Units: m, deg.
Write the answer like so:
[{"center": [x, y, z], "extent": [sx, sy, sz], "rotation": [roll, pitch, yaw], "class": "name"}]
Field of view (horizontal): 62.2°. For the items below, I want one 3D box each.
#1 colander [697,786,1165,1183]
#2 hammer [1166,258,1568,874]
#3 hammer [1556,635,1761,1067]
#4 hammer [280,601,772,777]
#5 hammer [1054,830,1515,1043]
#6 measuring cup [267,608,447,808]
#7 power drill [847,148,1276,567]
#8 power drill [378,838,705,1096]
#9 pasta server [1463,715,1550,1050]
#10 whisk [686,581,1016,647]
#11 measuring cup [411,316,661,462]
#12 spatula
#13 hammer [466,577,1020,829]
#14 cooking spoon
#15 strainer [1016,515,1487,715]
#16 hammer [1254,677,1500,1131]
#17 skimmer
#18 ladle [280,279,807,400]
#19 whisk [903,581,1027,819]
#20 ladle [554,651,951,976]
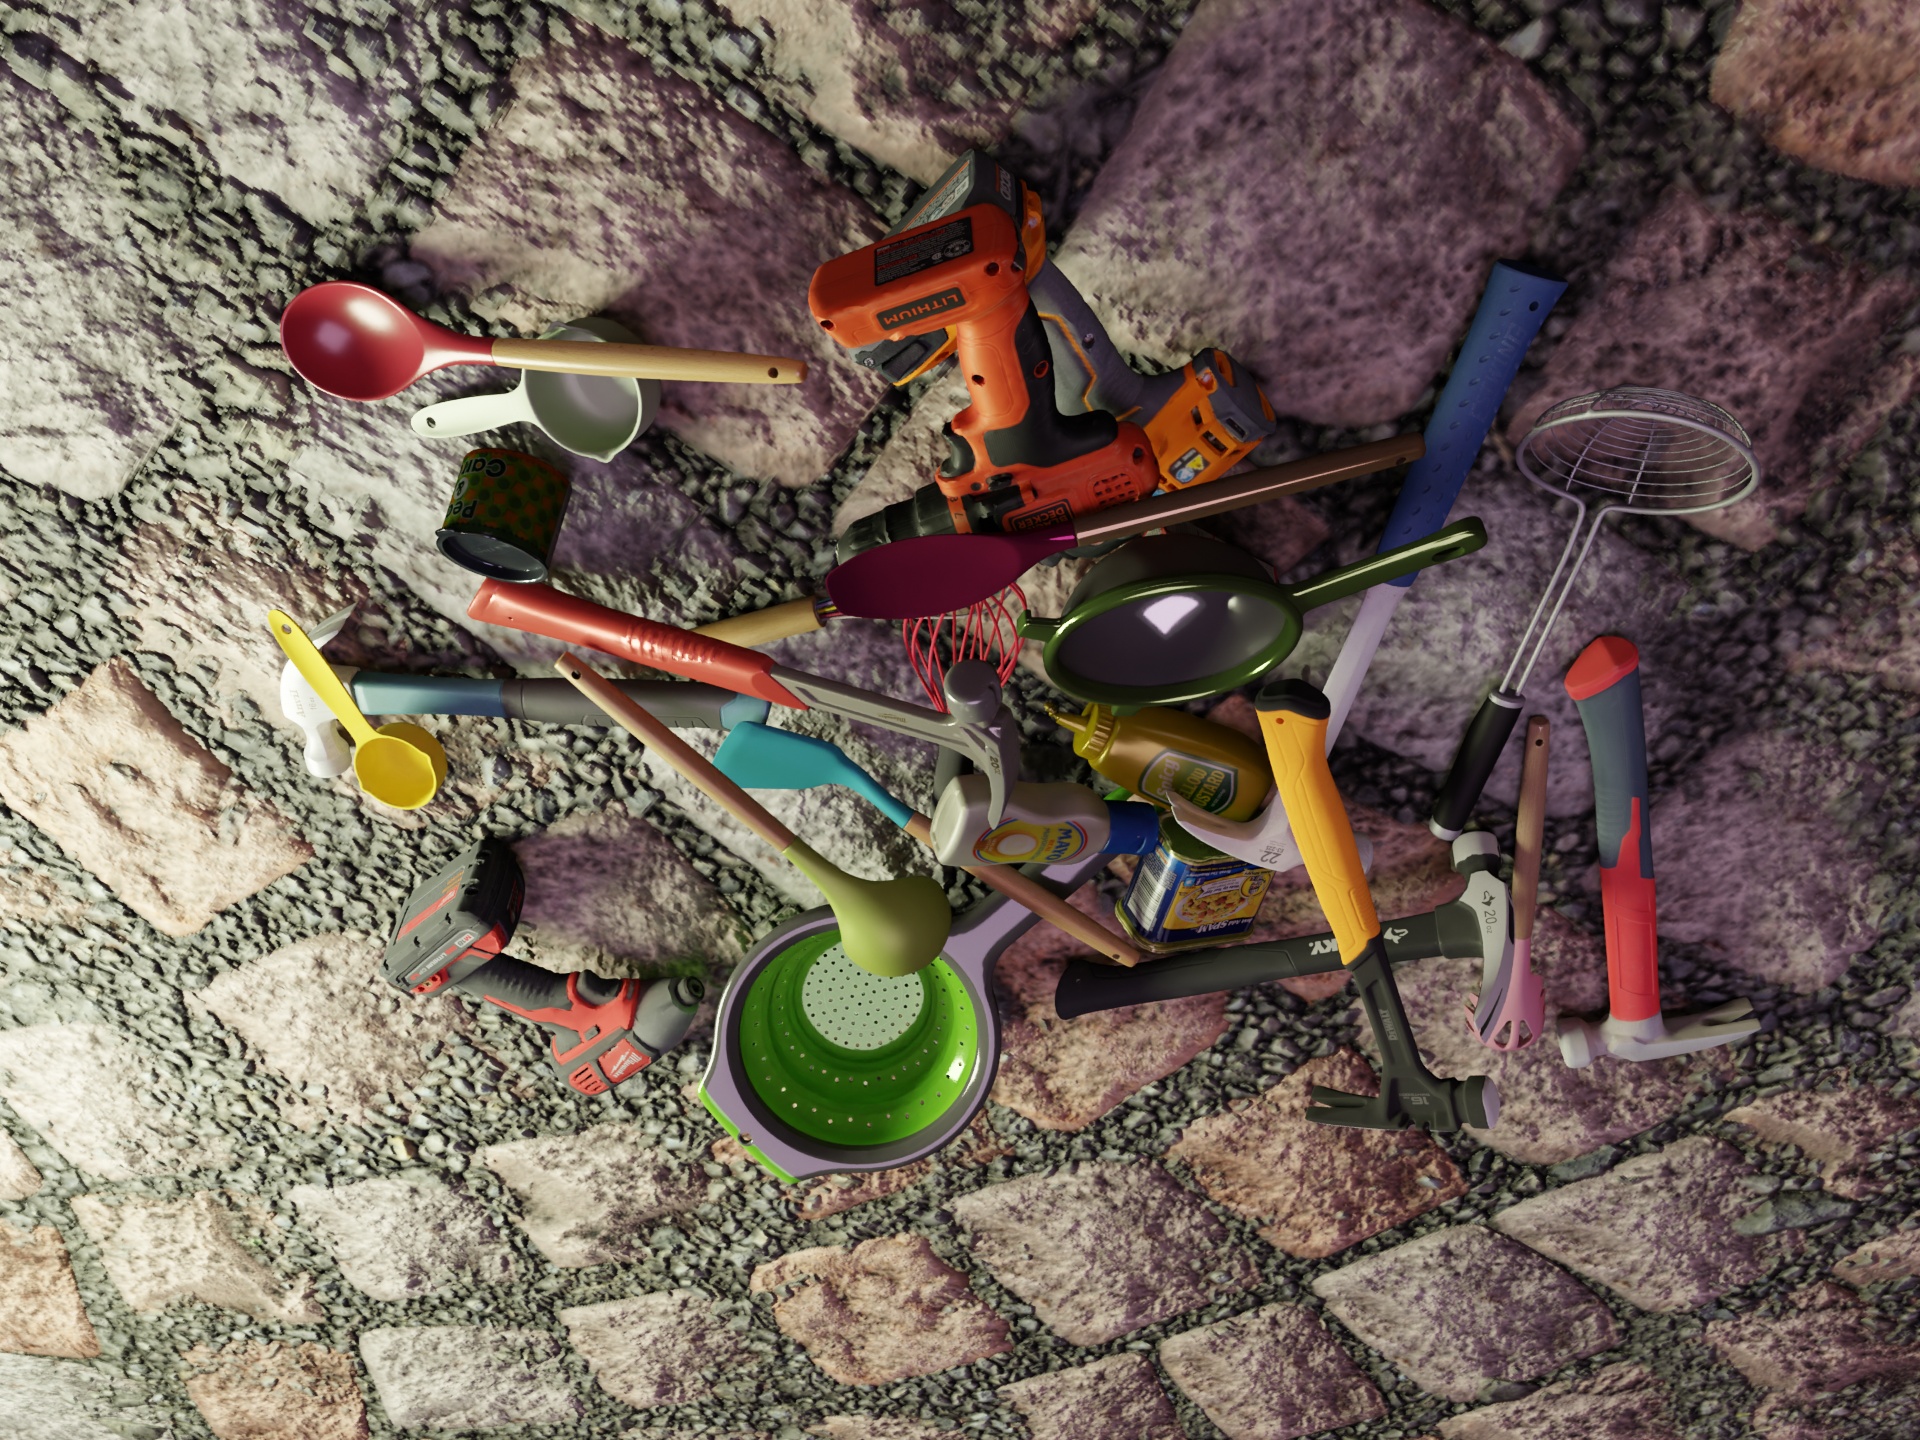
[{"center": [-0.012, 0.166, 1.158], "extent": [0.397, 0.094, 0.204], "rotation": [-41, 101, 8], "class": "colander"}, {"center": [0.249, -0.076, 0.955], "extent": [0.144, 0.035, 0.405], "rotation": [10, 120, -13], "class": "hammer"}, {"center": [0.481, 0.100, 1.111], "extent": [0.143, 0.038, 0.385], "rotation": [-13, 126, 10], "class": "hammer"}, {"center": [-0.286, -0.013, 1.051], "extent": [0.331, 0.033, 0.128], "rotation": [2, 128, 4], "class": "hammer"}, {"center": [0.224, 0.176, 1.136], "extent": [0.335, 0.146, 0.035], "rotation": [-14, 139, 23], "class": "hammer"}, {"center": [-0.391, -0.012, 1.032], "extent": [0.062, 0.029, 0.156], "rotation": [-23, 111, 23], "class": "measuring cup"}, {"center": [0.043, -0.185, 0.887], "extent": [0.226, 0.084, 0.164], "rotation": [35, 123, -26], "class": "power drill"}, {"center": [-0.305, 0.192, 1.192], "extent": [0.143, 0.079, 0.219], "rotation": [-34, 122, 25], "class": "power drill"}, {"center": [0.403, 0.127, 1.144], "extent": [0.060, 0.040, 0.316], "rotation": [-5, 123, 6], "class": "pasta server"}, {"center": [-0.070, -0.075, 0.998], "extent": [0.245, 0.047, 0.051], "rotation": [-13, 127, 16], "class": "whisk"}, {"center": [-0.247, -0.189, 0.927], "extent": [0.167, 0.038, 0.083], "rotation": [-4, 117, 26], "class": "measuring cup"}, {"center": [-0.017, 0.089, 1.071], "extent": [0.317, 0.044, 0.082], "rotation": [32, 138, -5], "class": "spatula"}, {"center": [-0.136, -0.027, 0.970], "extent": [0.359, 0.037, 0.149], "rotation": [16, 152, 15], "class": "hammer"}, {"center": [0.085, -0.105, 0.833], "extent": [0.319, 0.017, 0.068], "rotation": [-14, 147, 4], "class": "cooking spoon"}, {"center": [0.165, -0.084, 0.906], "extent": [0.256, 0.069, 0.151], "rotation": [-19, 152, 23], "class": "strainer"}, {"center": [0.241, 0.125, 1.009], "extent": [0.127, 0.034, 0.336], "rotation": [-8, 116, 31], "class": "hammer"}, {"center": [0.357, -0.045, 0.969], "extent": [0.127, 0.090, 0.363], "rotation": [14, 129, 4], "class": "skimmer"}, {"center": [-0.231, -0.202, 0.872], "extent": [0.315, 0.031, 0.069], "rotation": [8, 120, 16], "class": "ladle"}, {"center": [-0.002, -0.003, 1.004], "extent": [0.073, 0.073, 0.295], "rotation": [4, 146, -1], "class": "whisk"}, {"center": [-0.132, 0.059, 1.034], "extent": [0.320, 0.062, 0.078], "rotation": [41, 98, -15], "class": "ladle"}]
